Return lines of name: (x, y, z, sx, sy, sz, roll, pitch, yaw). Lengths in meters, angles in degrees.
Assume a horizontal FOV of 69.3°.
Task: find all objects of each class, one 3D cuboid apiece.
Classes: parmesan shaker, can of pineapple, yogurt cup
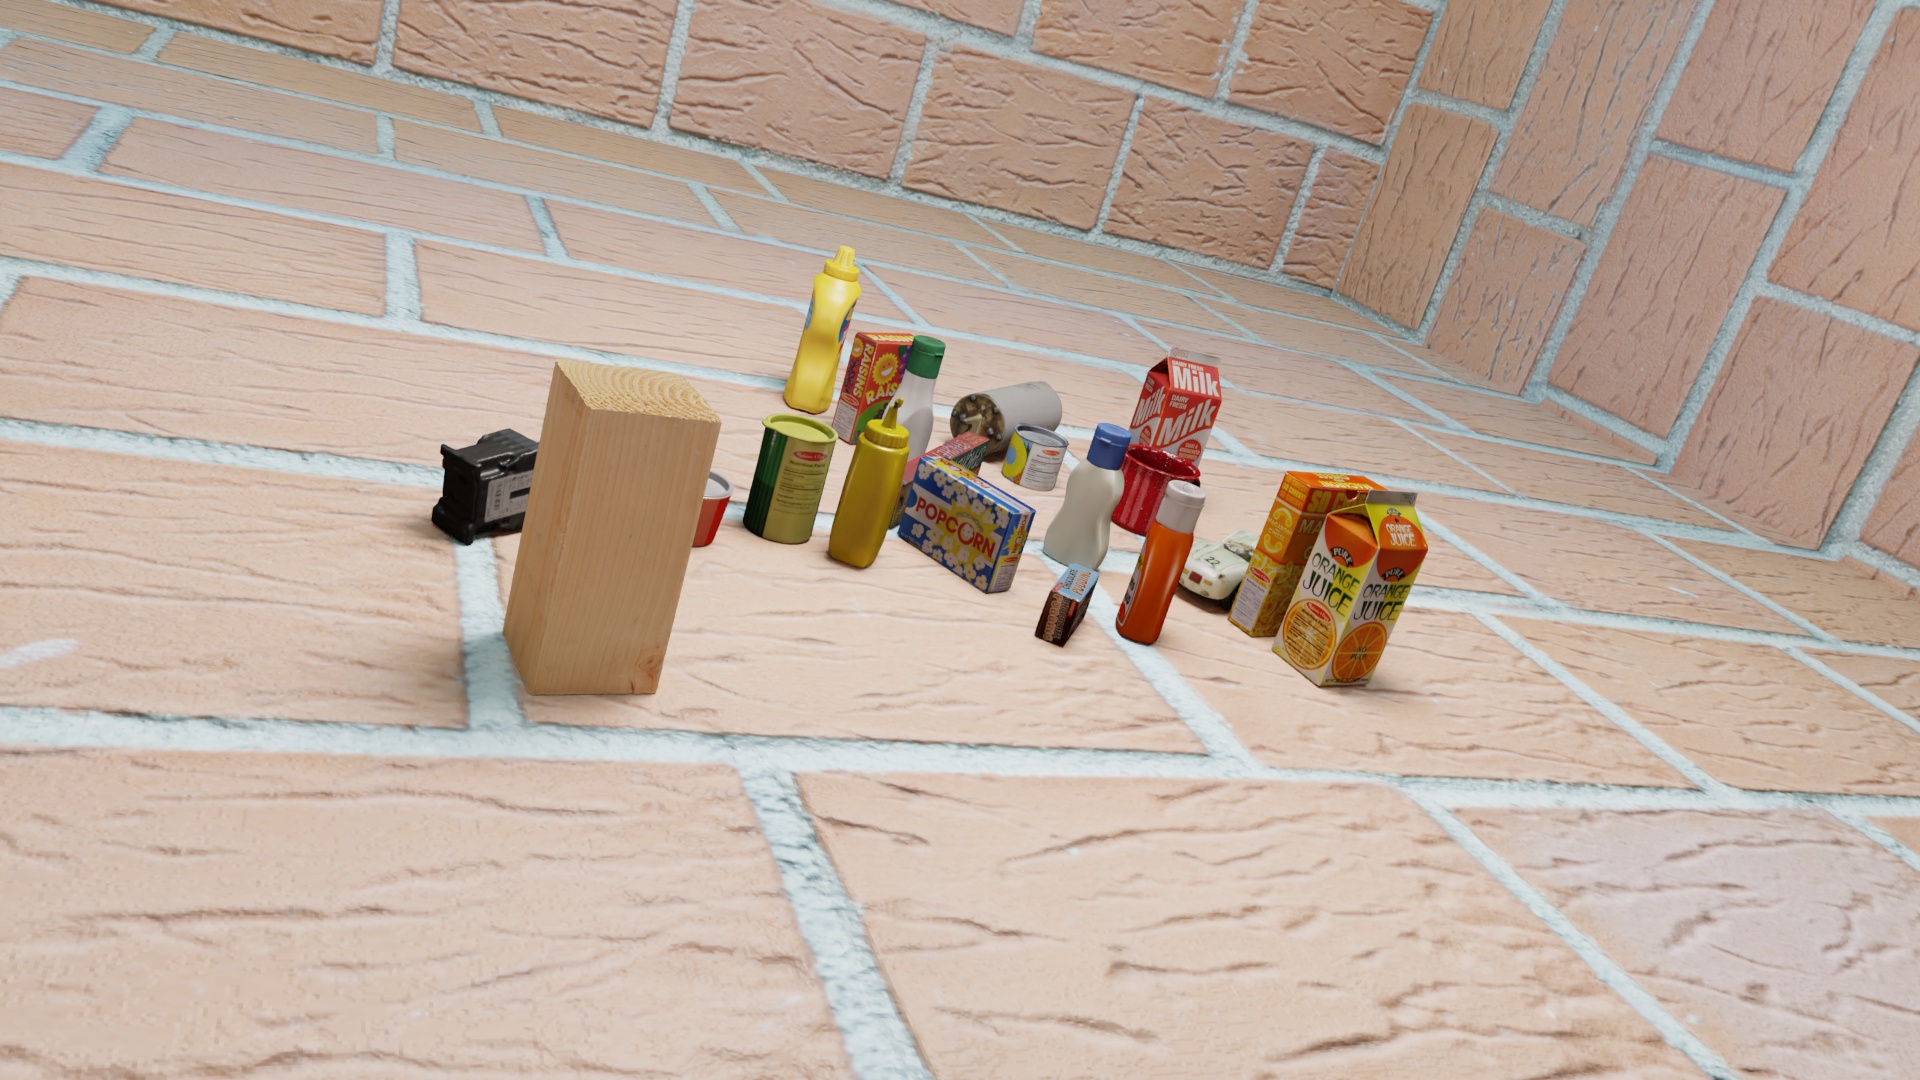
parmesan shaker: (-0.159, -0.057, 1.266, 0.071, 0.102, 0.071, 15, 21, -6)
can of pineapple: (0.086, -0.098, 1.622, 0.071, 0.057, 0.071, 15, 21, -6)
yogurt cup: (-0.236, -0.030, 1.207, 0.072, 0.053, 0.072, 15, 21, -6)

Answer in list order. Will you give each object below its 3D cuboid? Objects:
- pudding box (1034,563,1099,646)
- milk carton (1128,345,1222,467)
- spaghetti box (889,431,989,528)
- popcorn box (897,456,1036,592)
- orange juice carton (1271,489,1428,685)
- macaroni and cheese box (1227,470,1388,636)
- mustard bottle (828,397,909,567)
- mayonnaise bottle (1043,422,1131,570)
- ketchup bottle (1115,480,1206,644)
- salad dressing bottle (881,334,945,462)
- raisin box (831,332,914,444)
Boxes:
pudding box: (0.097, 0.057, 1.256, 0.030, 0.049, 0.084, 22, 21, 11)
milk carton: (0.252, -0.137, 1.665, 0.072, 0.189, 0.074, 10, 22, -20)
spaghetti box: (-0.029, -0.068, 1.468, 0.029, 0.050, 0.251, 23, 22, 14)
popcorn box: (0.005, -0.017, 1.318, 0.127, 0.085, 0.038, 32, 25, 34)
orange juice carton: (0.375, 0.039, 1.318, 0.072, 0.191, 0.073, 3, 25, -34)
macaroni and cheese box: (0.351, 0.015, 1.395, 0.124, 0.165, 0.040, 1, 26, -37)
mustard bottle: (-0.077, -0.057, 1.250, 0.049, 0.159, 0.065, 19, 21, 4)
mayonnaise bottle: (0.133, -0.045, 1.400, 0.065, 0.147, 0.041, 26, 22, 21)
ketchup bottle: (0.186, 0.019, 1.283, 0.043, 0.148, 0.065, 18, 20, 1)
salad dressing bottle: (-0.052, -0.150, 1.520, 0.064, 0.147, 0.044, -5, 30, -45)
raisin box: (-0.092, -0.173, 1.581, 0.086, 0.123, 0.040, -6, 31, -47)
